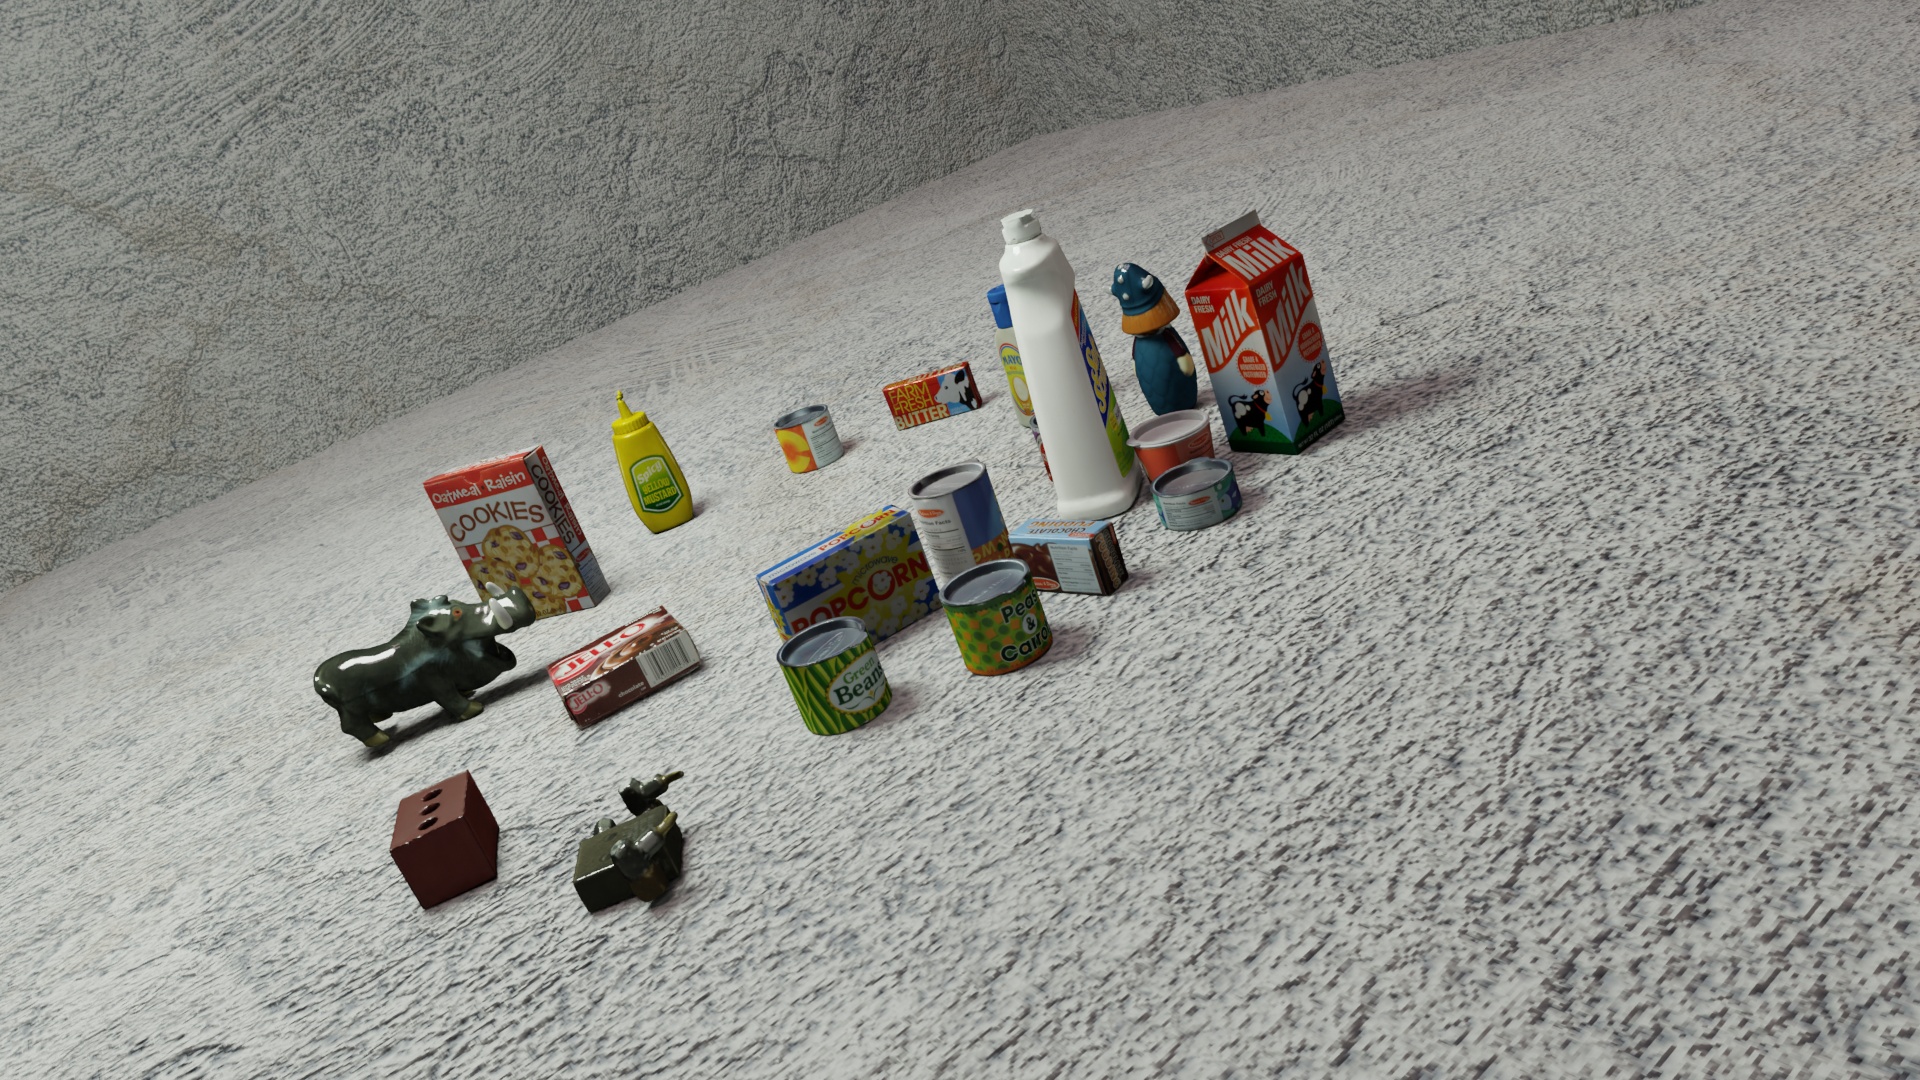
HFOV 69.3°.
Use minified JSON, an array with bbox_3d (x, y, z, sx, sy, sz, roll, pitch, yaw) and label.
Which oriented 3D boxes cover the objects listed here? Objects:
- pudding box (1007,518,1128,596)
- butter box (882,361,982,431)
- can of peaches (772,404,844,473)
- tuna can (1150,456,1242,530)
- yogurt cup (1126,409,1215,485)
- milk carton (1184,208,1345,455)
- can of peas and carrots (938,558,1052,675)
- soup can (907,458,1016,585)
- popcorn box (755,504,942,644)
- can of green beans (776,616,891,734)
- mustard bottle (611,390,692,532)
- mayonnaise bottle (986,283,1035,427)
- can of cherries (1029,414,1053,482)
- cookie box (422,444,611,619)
[{"bbox_3d":[0.080,0.012,1.038,0.083,0.049,0.030,2,29,45],"label":"pudding box"},{"bbox_3d":[-0.032,-0.164,1.579,0.103,0.053,0.024,-14,21,16],"label":"butter box"},{"bbox_3d":[-0.174,-0.116,1.580,0.071,0.058,0.071,-18,20,7],"label":"can of peaches"},{"bbox_3d":[0.185,-0.037,1.088,0.071,0.032,0.071,-17,20,7],"label":"tuna can"},{"bbox_3d":[0.179,-0.071,1.149,0.072,0.053,0.072,-18,20,7],"label":"yogurt cup"},{"bbox_3d":[0.246,-0.171,1.145,0.072,0.190,0.073,-32,23,-30],"label":"milk carton"},{"bbox_3d":[0.027,0.053,0.968,0.071,0.058,0.071,-18,20,7],"label":"can of peas and carrots"},{"bbox_3d":[0.004,-0.014,1.123,0.071,0.083,0.071,-18,20,7],"label":"soup can"},{"bbox_3d":[-0.084,0.039,1.069,0.127,0.085,0.038,-29,22,-23],"label":"popcorn box"},{"bbox_3d":[-0.088,0.094,0.970,0.071,0.057,0.071,-18,20,7],"label":"can of green beans"},{"bbox_3d":[-0.347,-0.089,1.525,0.065,0.159,0.049,-24,20,-10],"label":"mustard bottle"},{"bbox_3d":[0.066,-0.188,1.415,0.041,0.147,0.065,-33,23,-30],"label":"mayonnaise bottle"},{"bbox_3d":[0.101,-0.090,1.263,0.071,0.058,0.072,-18,20,7],"label":"can of cherries"},{"bbox_3d":[-0.440,-0.002,1.381,0.123,0.167,0.040,-13,21,19],"label":"cookie box"}]
